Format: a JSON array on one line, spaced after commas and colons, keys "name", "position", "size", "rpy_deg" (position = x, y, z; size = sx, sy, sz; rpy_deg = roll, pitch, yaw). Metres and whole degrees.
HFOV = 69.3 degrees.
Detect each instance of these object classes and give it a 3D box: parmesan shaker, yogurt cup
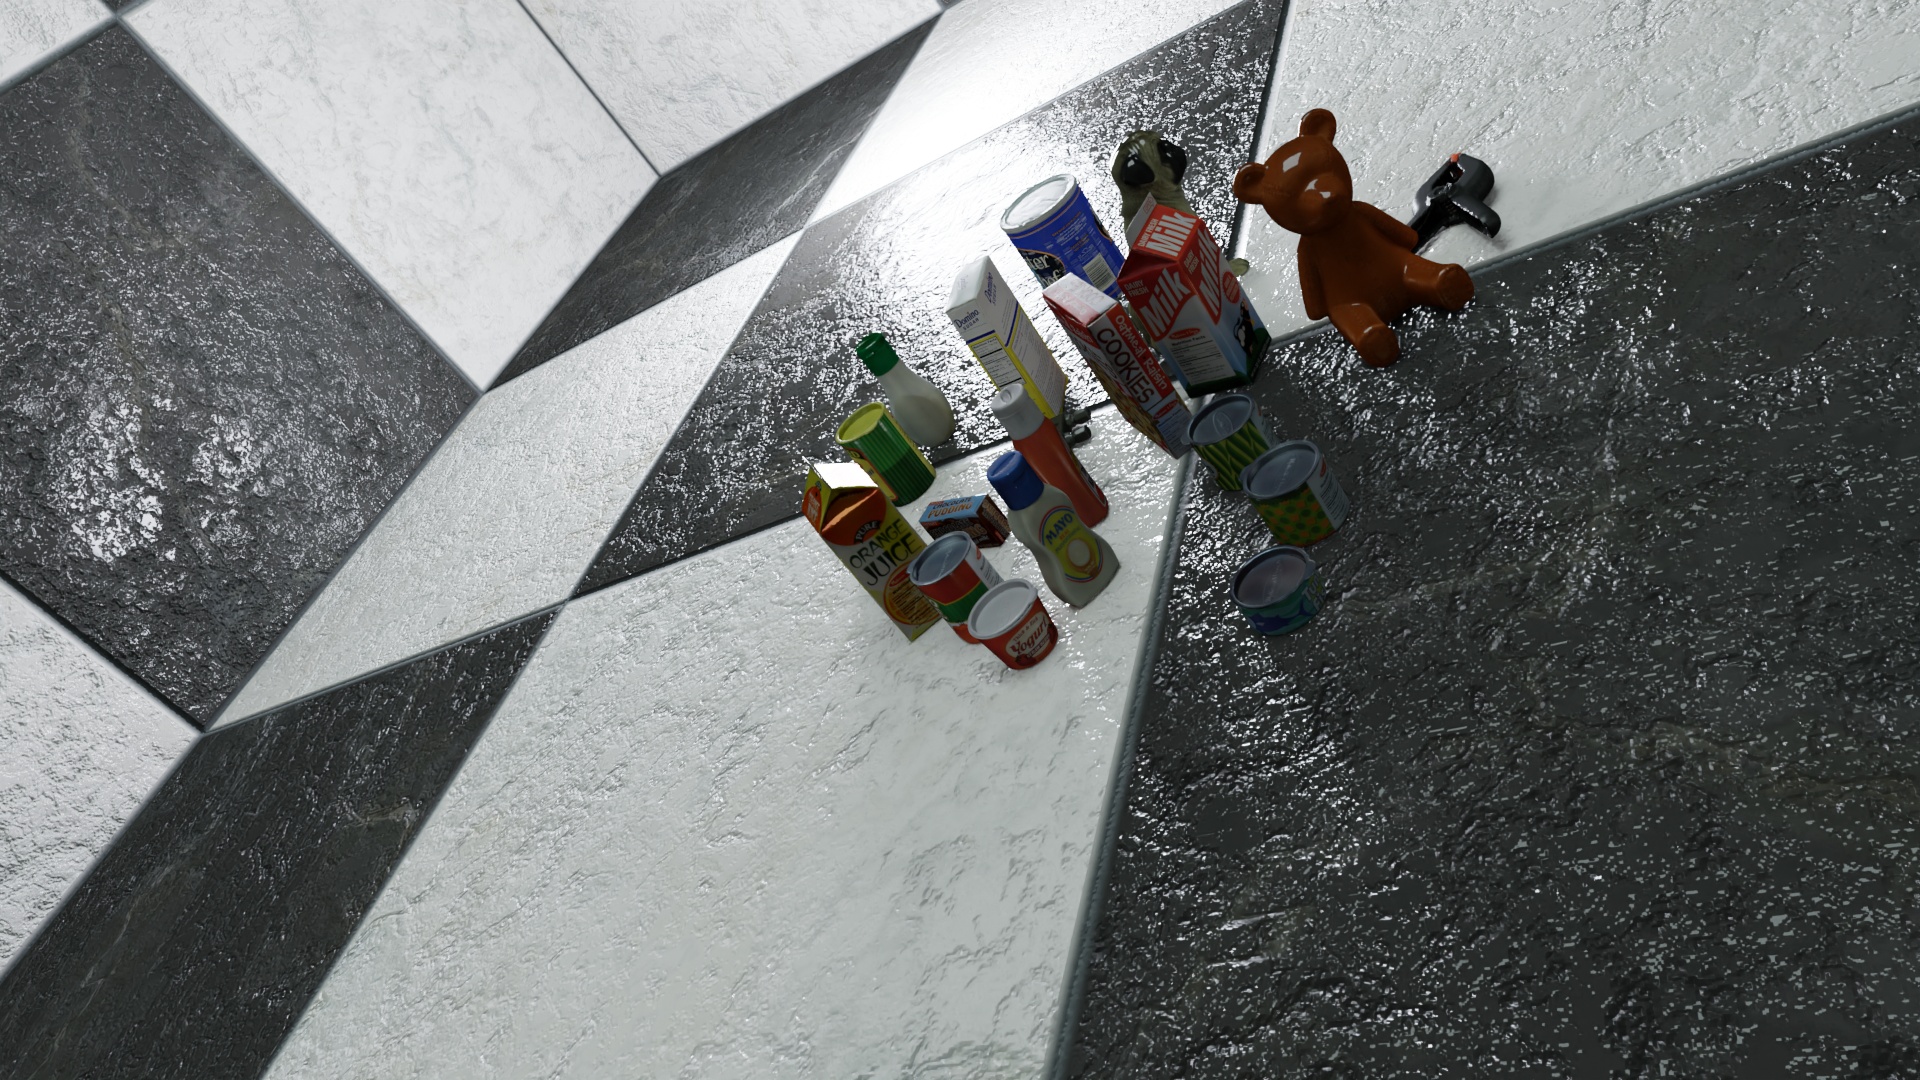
[{"name": "parmesan shaker", "position": [-0.081, -0.094, 1.542], "size": [0.071, 0.103, 0.072], "rpy_deg": [-29, 30, 18]}, {"name": "yogurt cup", "position": [0.048, 0.074, 1.198], "size": [0.072, 0.053, 0.073], "rpy_deg": [-28, 30, 18]}]

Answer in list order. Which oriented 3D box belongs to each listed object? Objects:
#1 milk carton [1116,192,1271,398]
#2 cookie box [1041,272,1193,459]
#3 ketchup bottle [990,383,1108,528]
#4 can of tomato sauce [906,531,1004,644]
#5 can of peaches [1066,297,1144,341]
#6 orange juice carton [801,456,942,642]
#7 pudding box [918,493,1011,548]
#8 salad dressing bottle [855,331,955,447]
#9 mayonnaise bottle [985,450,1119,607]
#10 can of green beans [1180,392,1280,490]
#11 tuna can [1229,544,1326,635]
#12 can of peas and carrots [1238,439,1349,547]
[{"name": "milk carton", "position": [0.213, -0.233, 1.313], "size": [0.073, 0.190, 0.073], "rpy_deg": [-10, 39, 42]}, {"name": "cookie box", "position": [0.151, -0.165, 1.309], "size": [0.040, 0.167, 0.123], "rpy_deg": [-38, 28, 1]}, {"name": "ketchup bottle", "position": [0.081, -0.078, 1.283], "size": [0.043, 0.148, 0.065], "rpy_deg": [-34, 28, 8]}, {"name": "can of tomato sauce", "position": [0.002, 0.044, 1.264], "size": [0.071, 0.083, 0.071], "rpy_deg": [-29, 30, 18]}, {"name": "can of peaches", "position": [0.156, -0.217, 1.496], "size": [0.071, 0.058, 0.071], "rpy_deg": [-28, 30, 18]}, {"name": "orange juice carton", "position": [-0.083, -0.002, 1.315], "size": [0.073, 0.192, 0.072], "rpy_deg": [-40, 28, -2]}, {"name": "pudding box", "position": [0.005, -0.017, 1.387], "size": [0.083, 0.049, 0.030], "rpy_deg": [-7, 41, 44]}, {"name": "salad dressing bottle", "position": [-0.064, -0.173, 1.591], "size": [0.064, 0.147, 0.044], "rpy_deg": [-26, 31, 23]}, {"name": "mayonnaise bottle", "position": [0.076, -0.012, 1.193], "size": [0.065, 0.147, 0.041], "rpy_deg": [-46, 29, -14]}, {"name": "can of green beans", "position": [0.238, -0.086, 1.208], "size": [0.071, 0.057, 0.071], "rpy_deg": [-28, 30, 18]}, {"name": "tuna can", "position": [0.242, 0.037, 1.050], "size": [0.071, 0.032, 0.071], "rpy_deg": [-28, 30, 18]}, {"name": "can of peas and carrots", "position": [0.265, -0.036, 1.104], "size": [0.071, 0.058, 0.071], "rpy_deg": [-28, 30, 18]}]
